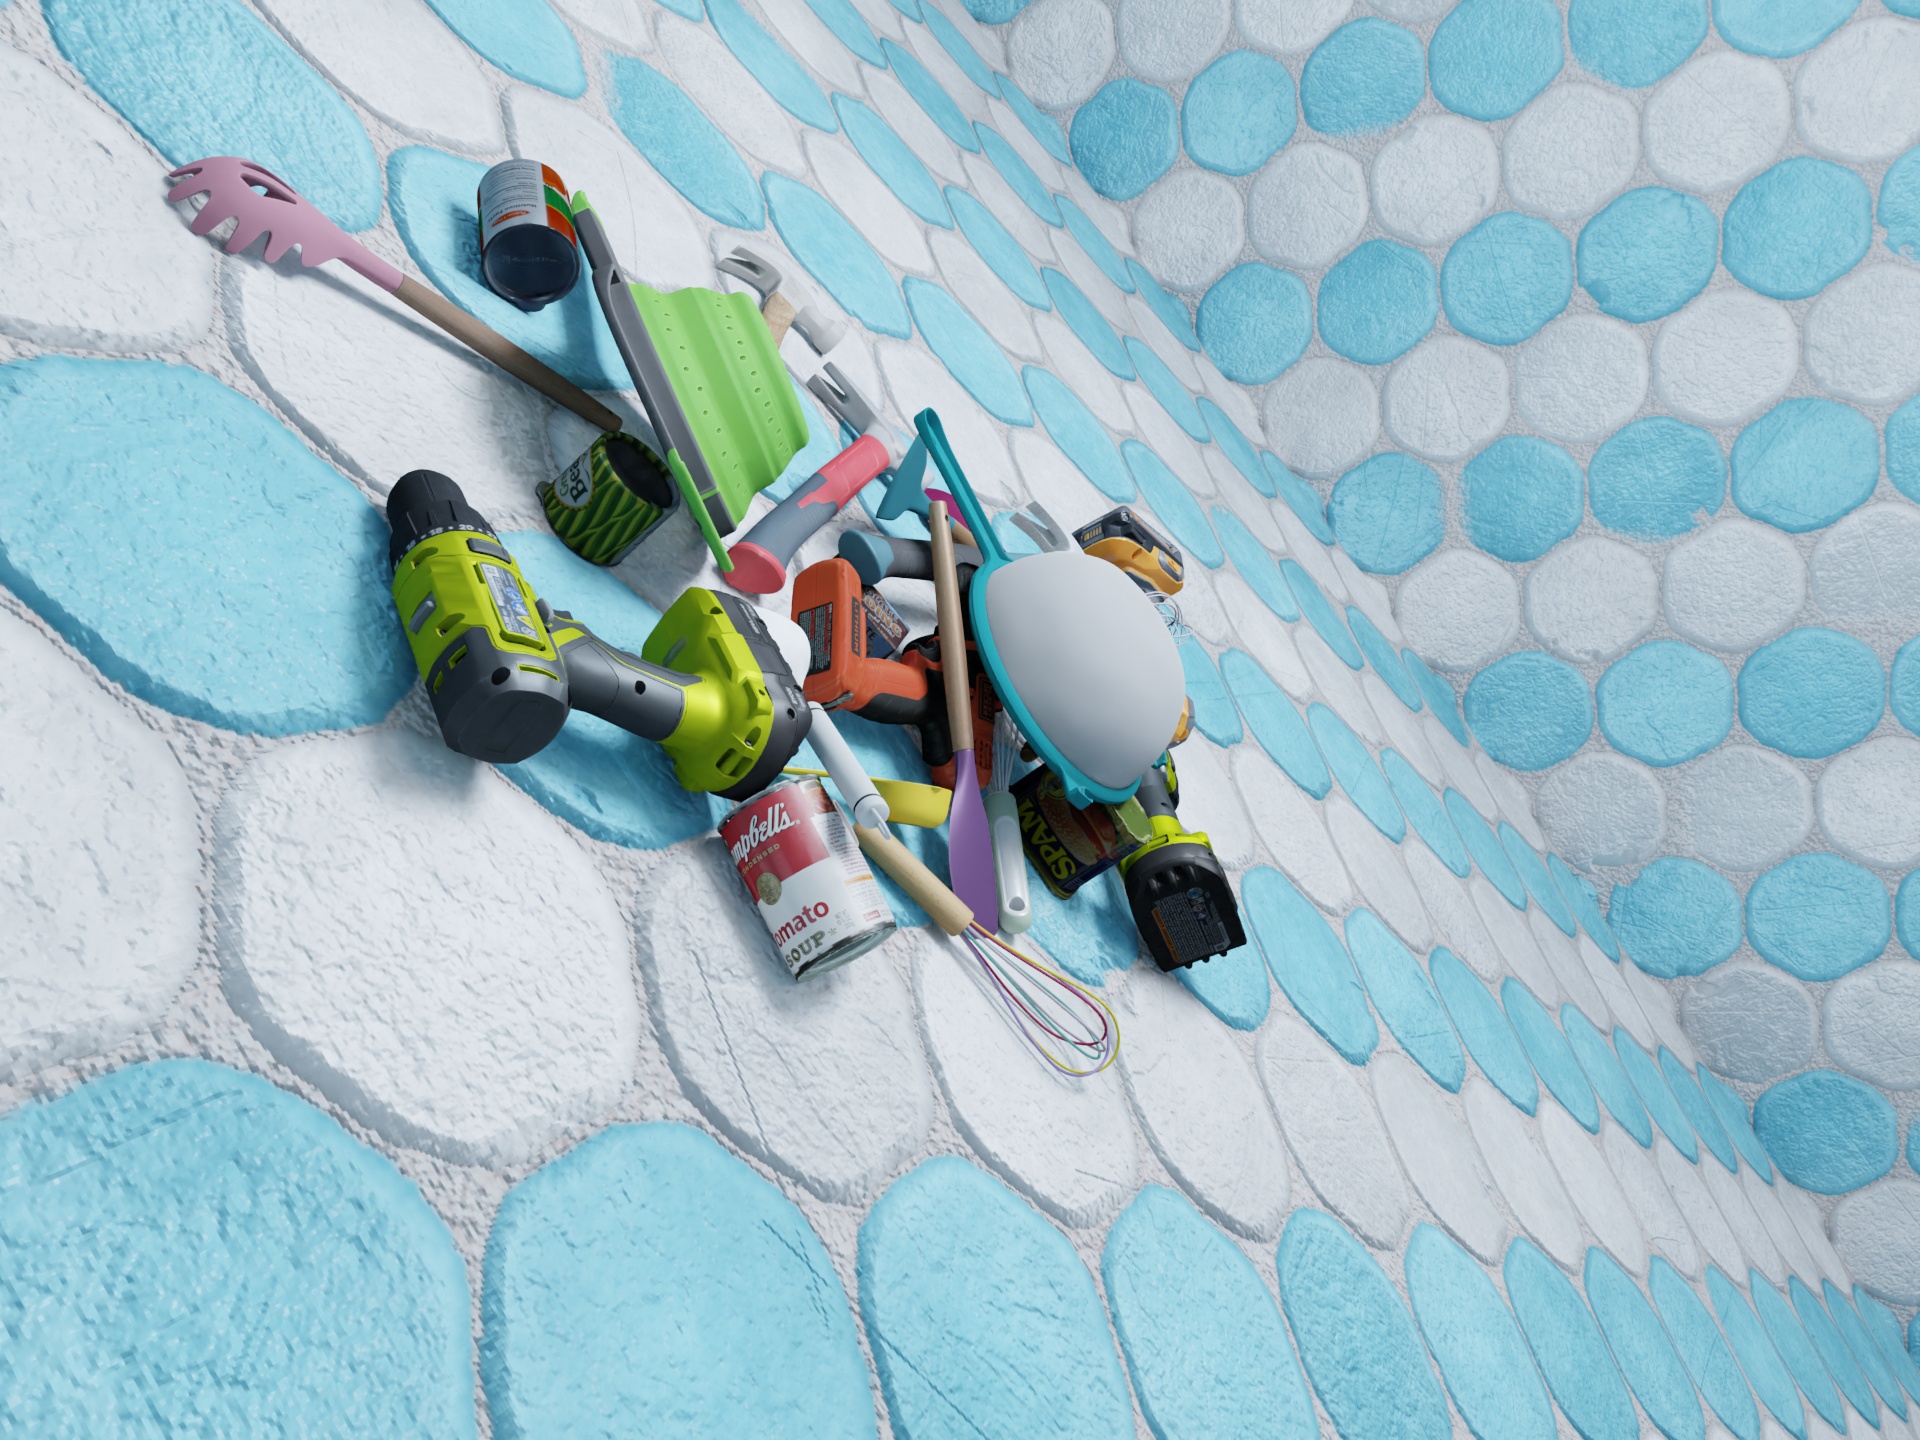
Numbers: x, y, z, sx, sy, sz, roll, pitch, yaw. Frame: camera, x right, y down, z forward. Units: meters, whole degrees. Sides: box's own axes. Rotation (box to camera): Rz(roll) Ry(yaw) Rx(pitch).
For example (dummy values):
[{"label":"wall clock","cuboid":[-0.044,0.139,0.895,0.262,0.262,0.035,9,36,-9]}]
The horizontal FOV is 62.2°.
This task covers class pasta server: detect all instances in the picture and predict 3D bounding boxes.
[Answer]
[{"label":"pasta server","cuboid":[-0.336,-0.255,0.995,0.316,0.040,0.060,30,33,-48]}]

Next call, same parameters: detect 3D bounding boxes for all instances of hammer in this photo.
[{"label":"hammer","cuboid":[0.016,-0.129,1.324,0.331,0.033,0.128,-3,67,-54]},{"label":"hammer","cuboid":[-0.173,-0.316,1.355,0.130,0.031,0.332,44,26,-21]},{"label":"hammer","cuboid":[-0.121,-0.193,1.279,0.143,0.038,0.386,48,25,-9]}]

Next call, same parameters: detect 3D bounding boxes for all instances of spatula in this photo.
[{"label":"spatula","cuboid":[0.008,-0.158,1.413,0.044,0.082,0.317,24,-6,34]},{"label":"spatula","cuboid":[-0.002,-0.004,1.132,0.059,0.018,0.316,9,73,-58]}]

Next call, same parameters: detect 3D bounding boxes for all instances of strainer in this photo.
[{"label":"strainer","cuboid":[0.076,-0.106,1.207,0.340,0.095,0.211,62,26,5]},{"label":"strainer","cuboid":[-0.093,-0.006,0.981,0.259,0.050,0.086,-128,-157,-46]}]

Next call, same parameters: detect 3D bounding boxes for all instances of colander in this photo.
[{"label":"colander","cuboid":[-0.191,-0.276,1.116,0.204,0.094,0.398,71,-6,-51]}]

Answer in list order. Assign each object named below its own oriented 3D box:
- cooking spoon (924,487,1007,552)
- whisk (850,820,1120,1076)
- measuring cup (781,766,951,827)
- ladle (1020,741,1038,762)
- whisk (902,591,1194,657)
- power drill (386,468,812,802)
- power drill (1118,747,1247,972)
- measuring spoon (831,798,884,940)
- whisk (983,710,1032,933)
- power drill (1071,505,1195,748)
[{"label":"cooking spoon","cuboid":[0.068,-0.139,1.567,0.318,0.017,0.069,31,42,-40]},{"label":"whisk","cuboid":[0.019,0.150,1.074,0.245,0.047,0.051,45,27,-11]},{"label":"measuring cup","cuboid":[-0.073,0.050,1.051,0.156,0.062,0.029,10,84,-39]},{"label":"ladle","cuboid":[0.080,0.003,1.333,0.069,0.031,0.315,55,14,-1]},{"label":"whisk","cuboid":[0.077,-0.068,1.329,0.284,0.070,0.070,-8,60,-31]},{"label":"power drill","cuboid":[-0.207,-0.046,0.883,0.228,0.080,0.191,19,31,-48]},{"label":"power drill","cuboid":[0.170,0.094,1.351,0.223,0.080,0.171,-102,168,-47]},{"label":"measuring spoon","cuboid":[-0.069,0.096,0.992,0.034,0.018,0.124,61,3,-40]},{"label":"whisk","cuboid":[0.029,0.054,1.208,0.057,0.059,0.247,1,51,-10]},{"label":"power drill","cuboid":[0.154,-0.102,1.573,0.185,0.084,0.226,32,46,-38]}]
